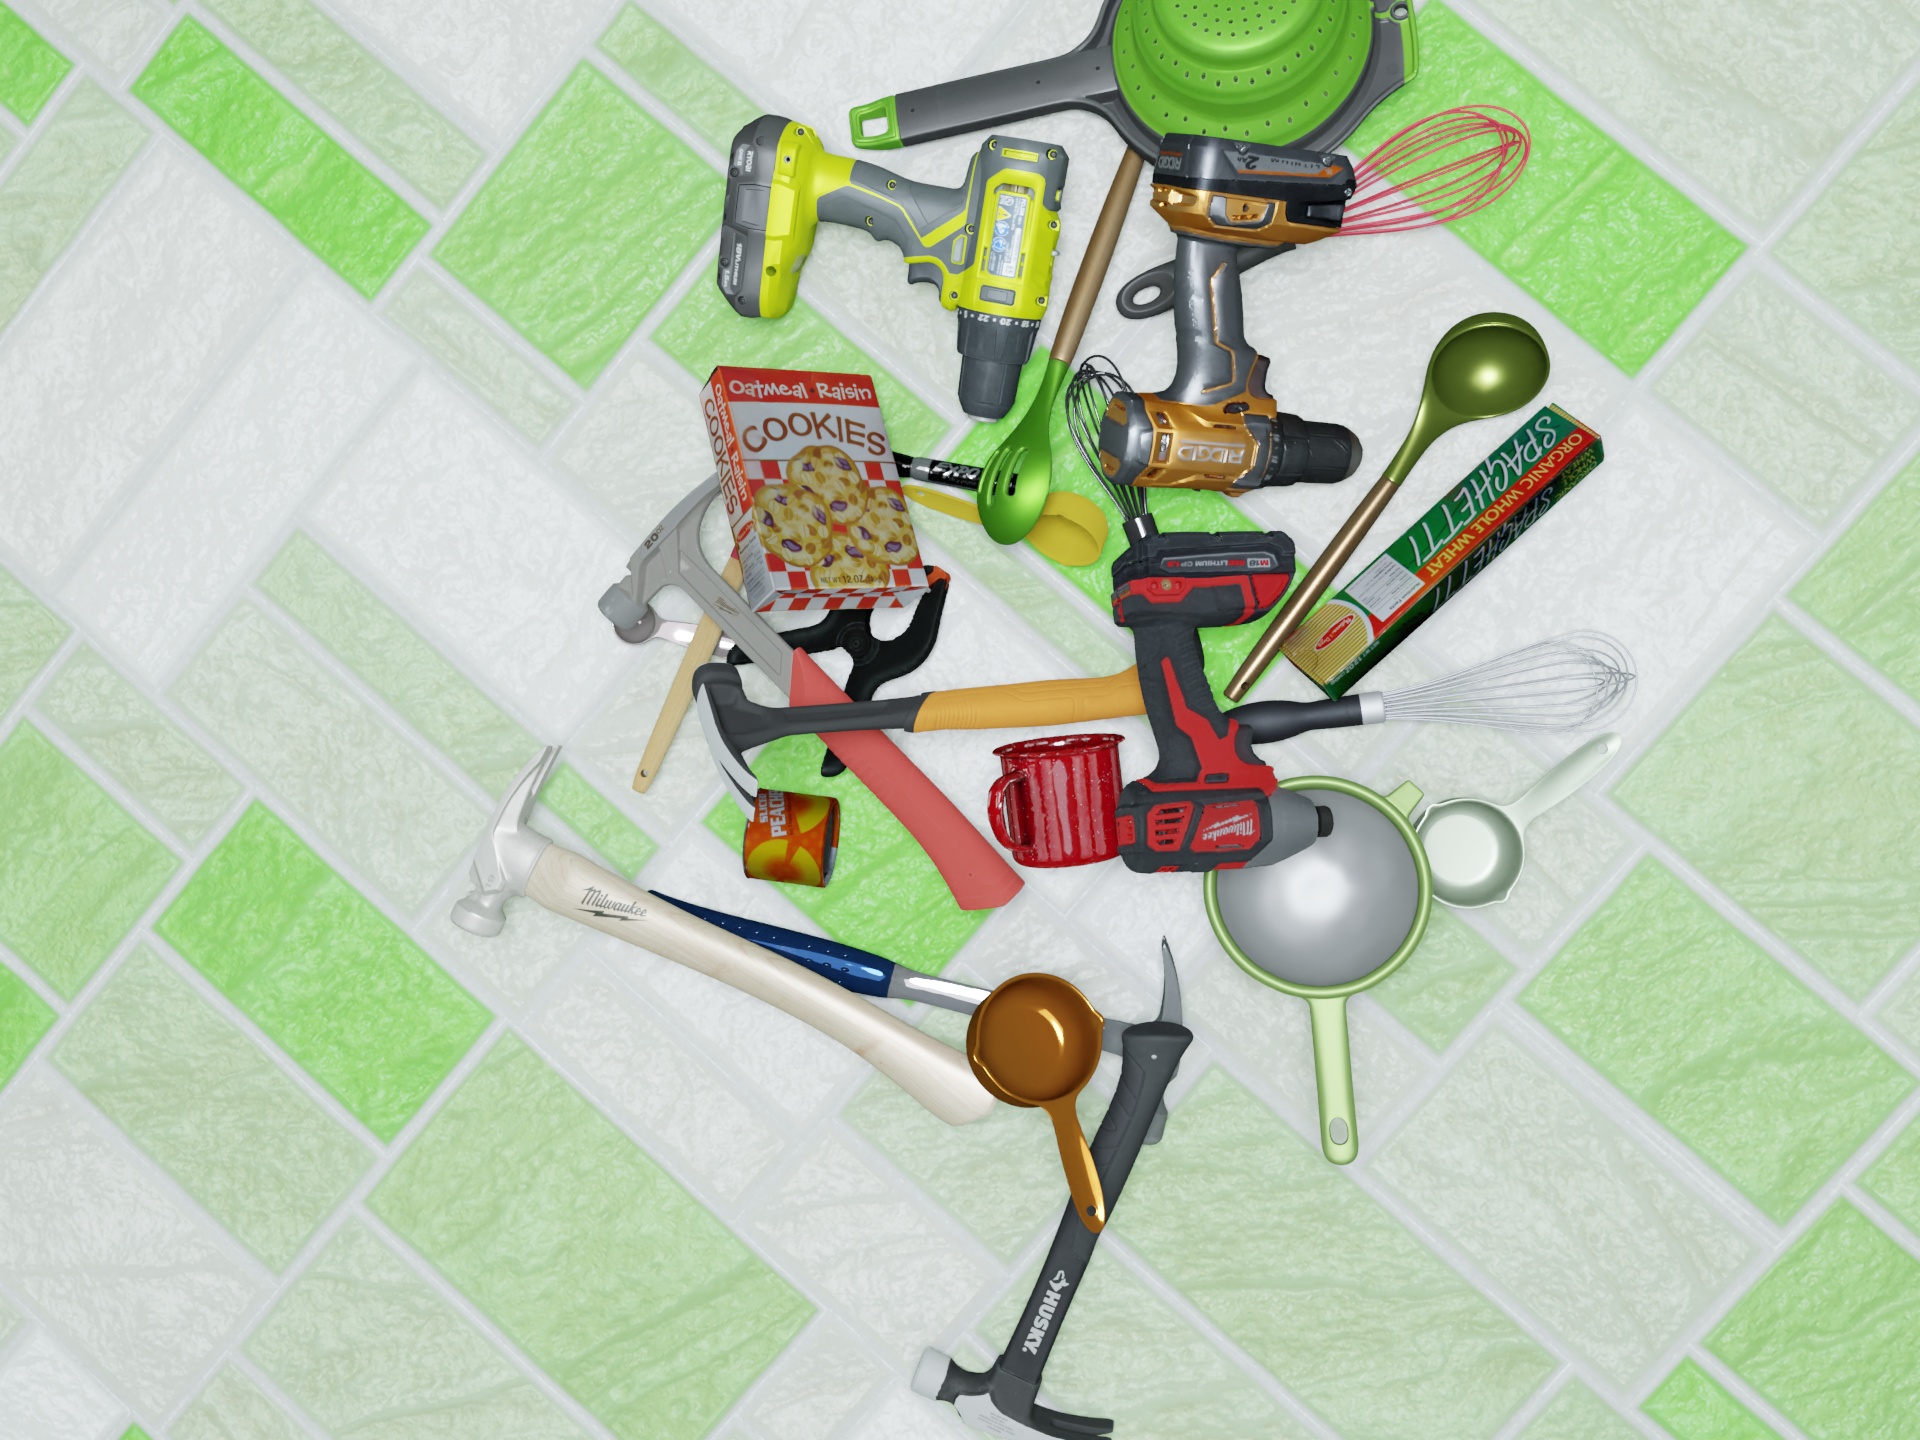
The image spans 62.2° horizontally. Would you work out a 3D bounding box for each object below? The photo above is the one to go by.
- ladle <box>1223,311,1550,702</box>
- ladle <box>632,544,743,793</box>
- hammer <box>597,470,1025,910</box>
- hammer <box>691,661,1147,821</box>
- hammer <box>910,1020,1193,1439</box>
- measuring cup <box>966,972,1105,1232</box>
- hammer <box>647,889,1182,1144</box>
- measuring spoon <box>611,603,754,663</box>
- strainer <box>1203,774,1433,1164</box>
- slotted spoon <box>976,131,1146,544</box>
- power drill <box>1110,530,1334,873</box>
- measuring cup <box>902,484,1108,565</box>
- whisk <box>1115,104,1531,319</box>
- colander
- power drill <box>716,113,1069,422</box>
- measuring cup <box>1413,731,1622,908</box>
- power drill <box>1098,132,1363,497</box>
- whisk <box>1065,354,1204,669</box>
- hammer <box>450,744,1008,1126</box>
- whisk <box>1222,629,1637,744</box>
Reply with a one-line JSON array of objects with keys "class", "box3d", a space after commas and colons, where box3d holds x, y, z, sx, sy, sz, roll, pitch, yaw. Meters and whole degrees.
[{"class": "ladle", "box3d": [0.285, -0.141, 1.095, 0.078, 0.062, 0.320, 33, 98, -20]}, {"class": "ladle", "box3d": [-0.172, -0.093, 1.154, 0.069, 0.031, 0.315, 24, 92, 0]}, {"class": "hammer", "box3d": [-0.084, -0.011, 1.114, 0.359, 0.037, 0.149, 45, 98, 3]}, {"class": "hammer", "box3d": [-0.002, -0.003, 1.060, 0.336, 0.127, 0.034, -6, 130, -21]}, {"class": "hammer", "box3d": [0.088, 0.360, 1.114, 0.146, 0.035, 0.334, 22, 102, 6]}, {"class": "measuring cup", "box3d": [0.059, 0.259, 1.074, 0.095, 0.052, 0.174, -13, 77, -18]}, {"class": "hammer", "box3d": [-0.038, 0.185, 1.148, 0.405, 0.035, 0.144, 13, 93, 6]}, {"class": "measuring spoon", "box3d": [-0.196, -0.062, 1.175, 0.124, 0.018, 0.034, 14, 90, -1]}, {"class": "strainer", "box3d": [0.248, 0.168, 1.084, 0.151, 0.069, 0.256, -5, 79, 12]}, {"class": "slotted spoon", "box3d": [0.075, -0.270, 1.103, 0.070, 0.031, 0.314, 9, 75, 50]}, {"class": "power drill", "box3d": [0.172, -0.010, 1.054, 0.143, 0.078, 0.220, -2, 83, -8]}, {"class": "measuring cup", "box3d": [0.032, -0.152, 1.134, 0.156, 0.062, 0.029, 19, 64, 18]}, {"class": "whisk", "box3d": [0.246, -0.344, 1.097, 0.296, 0.073, 0.073, -21, 89, 13]}, {"class": "colander", "box3d": [0.107, -0.460, 1.078, 0.397, 0.094, 0.204, -9, 80, 10]}, {"class": "power drill", "box3d": [-0.047, -0.320, 1.112, 0.228, 0.080, 0.190, 12, 109, 6]}, {"class": "measuring cup", "box3d": [0.382, 0.062, 1.097, 0.167, 0.038, 0.083, -39, 87, 4]}, {"class": "power drill", "box3d": [0.197, -0.260, 1.054, 0.185, 0.084, 0.226, 1, 110, -17]}, {"class": "whisk", "box3d": [0.127, -0.142, 1.118, 0.055, 0.055, 0.239, -20, 93, 7]}, {"class": "hammer", "box3d": [-0.153, 0.164, 1.126, 0.410, 0.038, 0.146, 26, 93, 5]}, {"class": "whisk", "box3d": [0.316, -0.014, 1.096, 0.284, 0.070, 0.070, -7, 90, 11]}]
